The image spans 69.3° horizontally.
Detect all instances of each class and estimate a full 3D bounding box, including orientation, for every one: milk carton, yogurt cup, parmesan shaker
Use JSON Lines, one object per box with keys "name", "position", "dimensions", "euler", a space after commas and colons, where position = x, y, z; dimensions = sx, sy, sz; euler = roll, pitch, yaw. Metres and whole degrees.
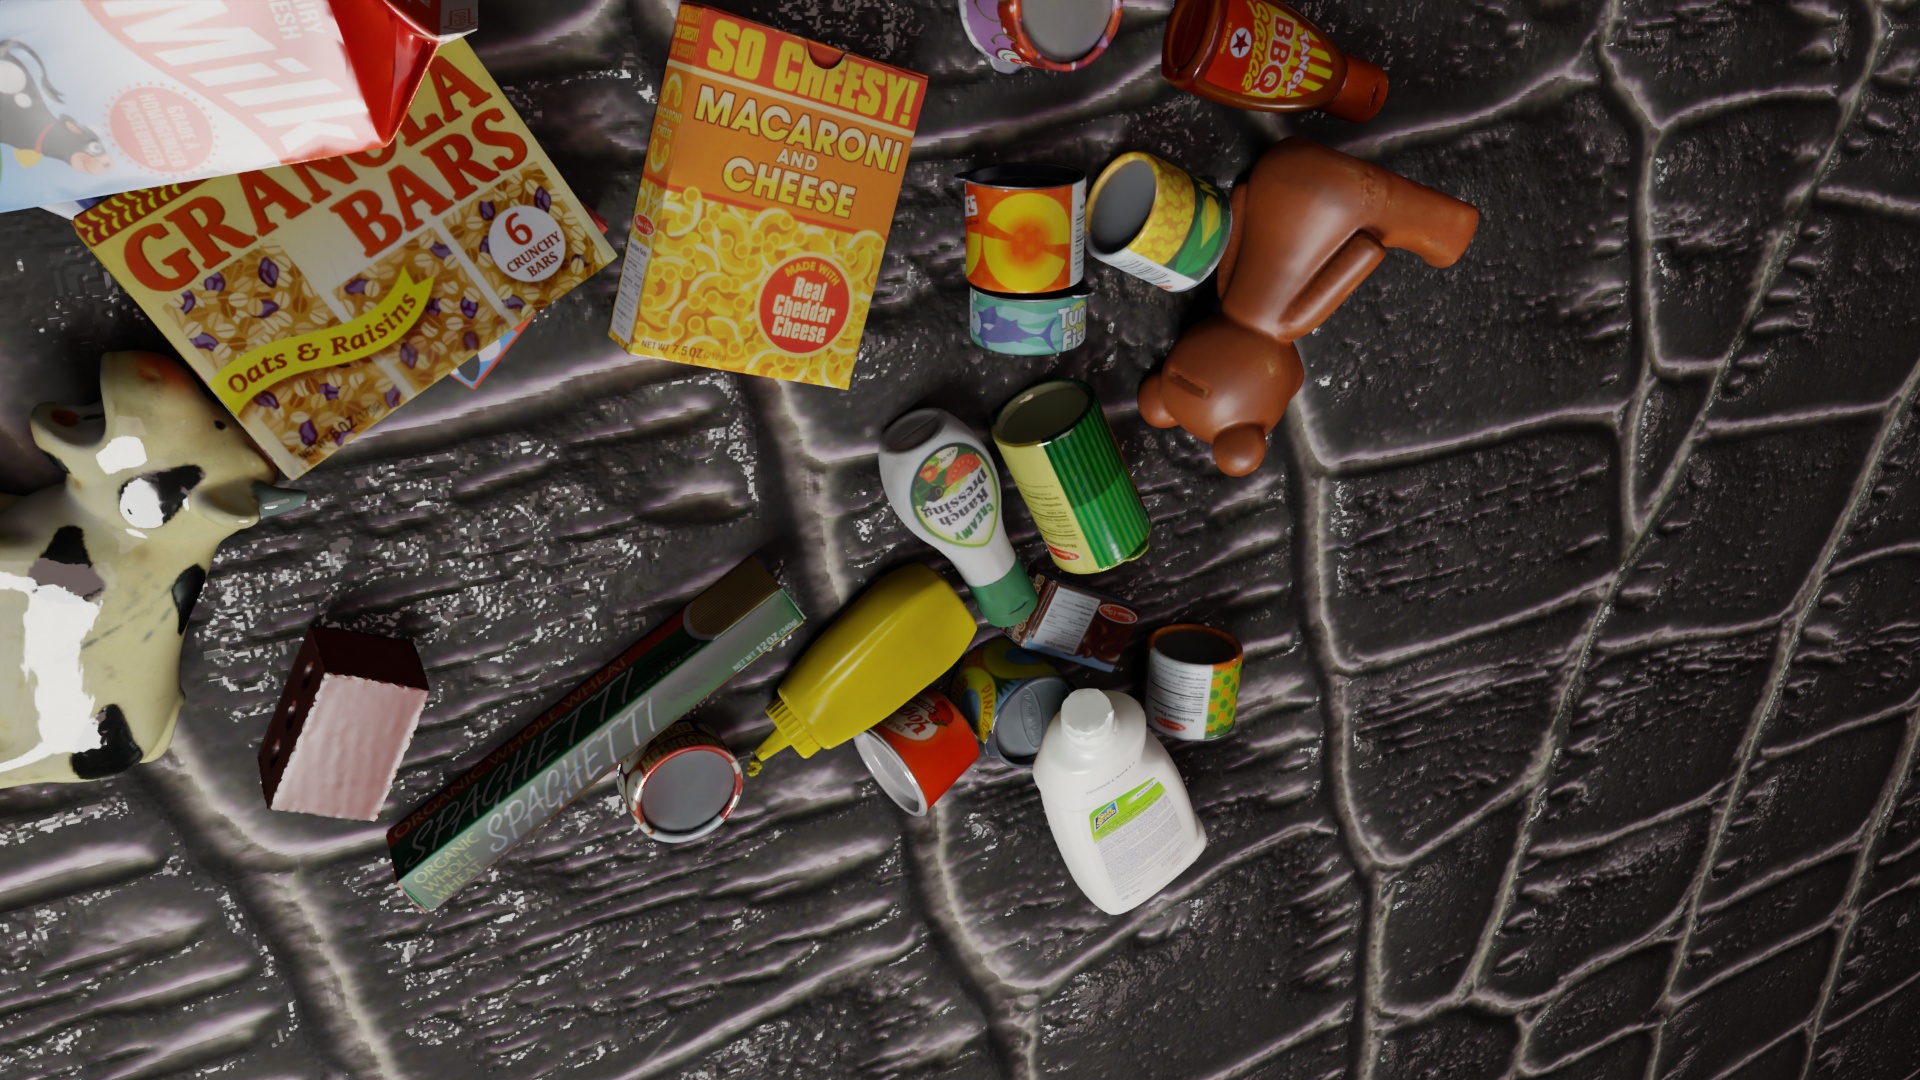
{"name": "milk carton", "position": [-0.268, -0.177, 0.493], "dimensions": [0.191, 0.072, 0.073], "euler": [-13, 133, -9]}
{"name": "yogurt cup", "position": [-0.025, 0.128, 0.861], "dimensions": [0.054, 0.072, 0.072], "euler": [-36, 126, -23]}
{"name": "parmesan shaker", "position": [0.070, -0.039, 0.836], "dimensions": [0.071, 0.071, 0.102], "euler": [-37, 126, -12]}

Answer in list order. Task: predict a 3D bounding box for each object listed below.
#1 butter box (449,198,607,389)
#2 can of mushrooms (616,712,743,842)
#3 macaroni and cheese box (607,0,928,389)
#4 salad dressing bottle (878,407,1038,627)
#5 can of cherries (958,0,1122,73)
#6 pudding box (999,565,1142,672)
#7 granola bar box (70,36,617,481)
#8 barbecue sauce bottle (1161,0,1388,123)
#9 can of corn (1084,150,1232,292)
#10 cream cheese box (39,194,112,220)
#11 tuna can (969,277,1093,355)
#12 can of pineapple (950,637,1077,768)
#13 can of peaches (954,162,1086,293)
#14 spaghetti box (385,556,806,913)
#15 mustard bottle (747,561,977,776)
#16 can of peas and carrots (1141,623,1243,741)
{"name": "butter box", "position": [-0.218, -0.127, 0.648], "dimensions": [0.103, 0.024, 0.053], "euler": [-51, 126, -2]}
{"name": "can of mushrooms", "position": [-0.161, 0.136, 0.799], "dimensions": [0.071, 0.033, 0.070], "euler": [-13, 118, -25]}
{"name": "macaroni and cheese box", "position": [-0.095, -0.167, 0.695], "dimensions": [0.124, 0.040, 0.166], "euler": [6, 109, -34]}
{"name": "salad dressing bottle", "position": [0.003, -0.010, 0.825], "dimensions": [0.064, 0.044, 0.147], "euler": [-37, 126, -10]}
{"name": "can of cherries", "position": [0.042, -0.276, 0.718], "dimensions": [0.072, 0.058, 0.071], "euler": [-13, 117, -26]}
{"name": "pudding box", "position": [0.073, 0.052, 0.906], "dimensions": [0.084, 0.030, 0.049], "euler": [18, 100, -36]}
{"name": "granola bar box", "position": [-0.248, -0.123, 0.577], "dimensions": [0.166, 0.039, 0.124], "euler": [-42, 111, -22]}
{"name": "barbecue sauce bottle", "position": [0.188, -0.281, 0.816], "dimensions": [0.149, 0.044, 0.064], "euler": [5, 108, -34]}
{"name": "can of corn", "position": [0.113, -0.186, 0.799], "dimensions": [0.058, 0.071, 0.071], "euler": [15, 103, -35]}
{"name": "cream cheese box", "position": [-0.333, -0.148, 0.568], "dimensions": [0.104, 0.024, 0.053], "euler": [24, 97, -37]}
{"name": "tuna can", "position": [0.040, -0.129, 0.777], "dimensions": [0.071, 0.071, 0.032], "euler": [-14, 120, -26]}
{"name": "can of pineapple", "position": [0.033, 0.103, 0.887], "dimensions": [0.071, 0.058, 0.070], "euler": [-13, 118, -26]}
{"name": "can of peaches", "position": [0.033, -0.171, 0.758], "dimensions": [0.071, 0.071, 0.057], "euler": [-15, 119, -25]}
{"name": "spaghetti box", "position": [-0.196, 0.101, 0.750], "dimensions": [0.250, 0.050, 0.028], "euler": [-38, 124, -11]}
{"name": "mustard bottle", "position": [-0.066, 0.082, 0.822], "dimensions": [0.160, 0.049, 0.065], "euler": [-39, 126, -10]}
{"name": "can of peas and carrots", "position": [0.160, 0.096, 0.959], "dimensions": [0.071, 0.071, 0.058], "euler": [-11, 116, -27]}
